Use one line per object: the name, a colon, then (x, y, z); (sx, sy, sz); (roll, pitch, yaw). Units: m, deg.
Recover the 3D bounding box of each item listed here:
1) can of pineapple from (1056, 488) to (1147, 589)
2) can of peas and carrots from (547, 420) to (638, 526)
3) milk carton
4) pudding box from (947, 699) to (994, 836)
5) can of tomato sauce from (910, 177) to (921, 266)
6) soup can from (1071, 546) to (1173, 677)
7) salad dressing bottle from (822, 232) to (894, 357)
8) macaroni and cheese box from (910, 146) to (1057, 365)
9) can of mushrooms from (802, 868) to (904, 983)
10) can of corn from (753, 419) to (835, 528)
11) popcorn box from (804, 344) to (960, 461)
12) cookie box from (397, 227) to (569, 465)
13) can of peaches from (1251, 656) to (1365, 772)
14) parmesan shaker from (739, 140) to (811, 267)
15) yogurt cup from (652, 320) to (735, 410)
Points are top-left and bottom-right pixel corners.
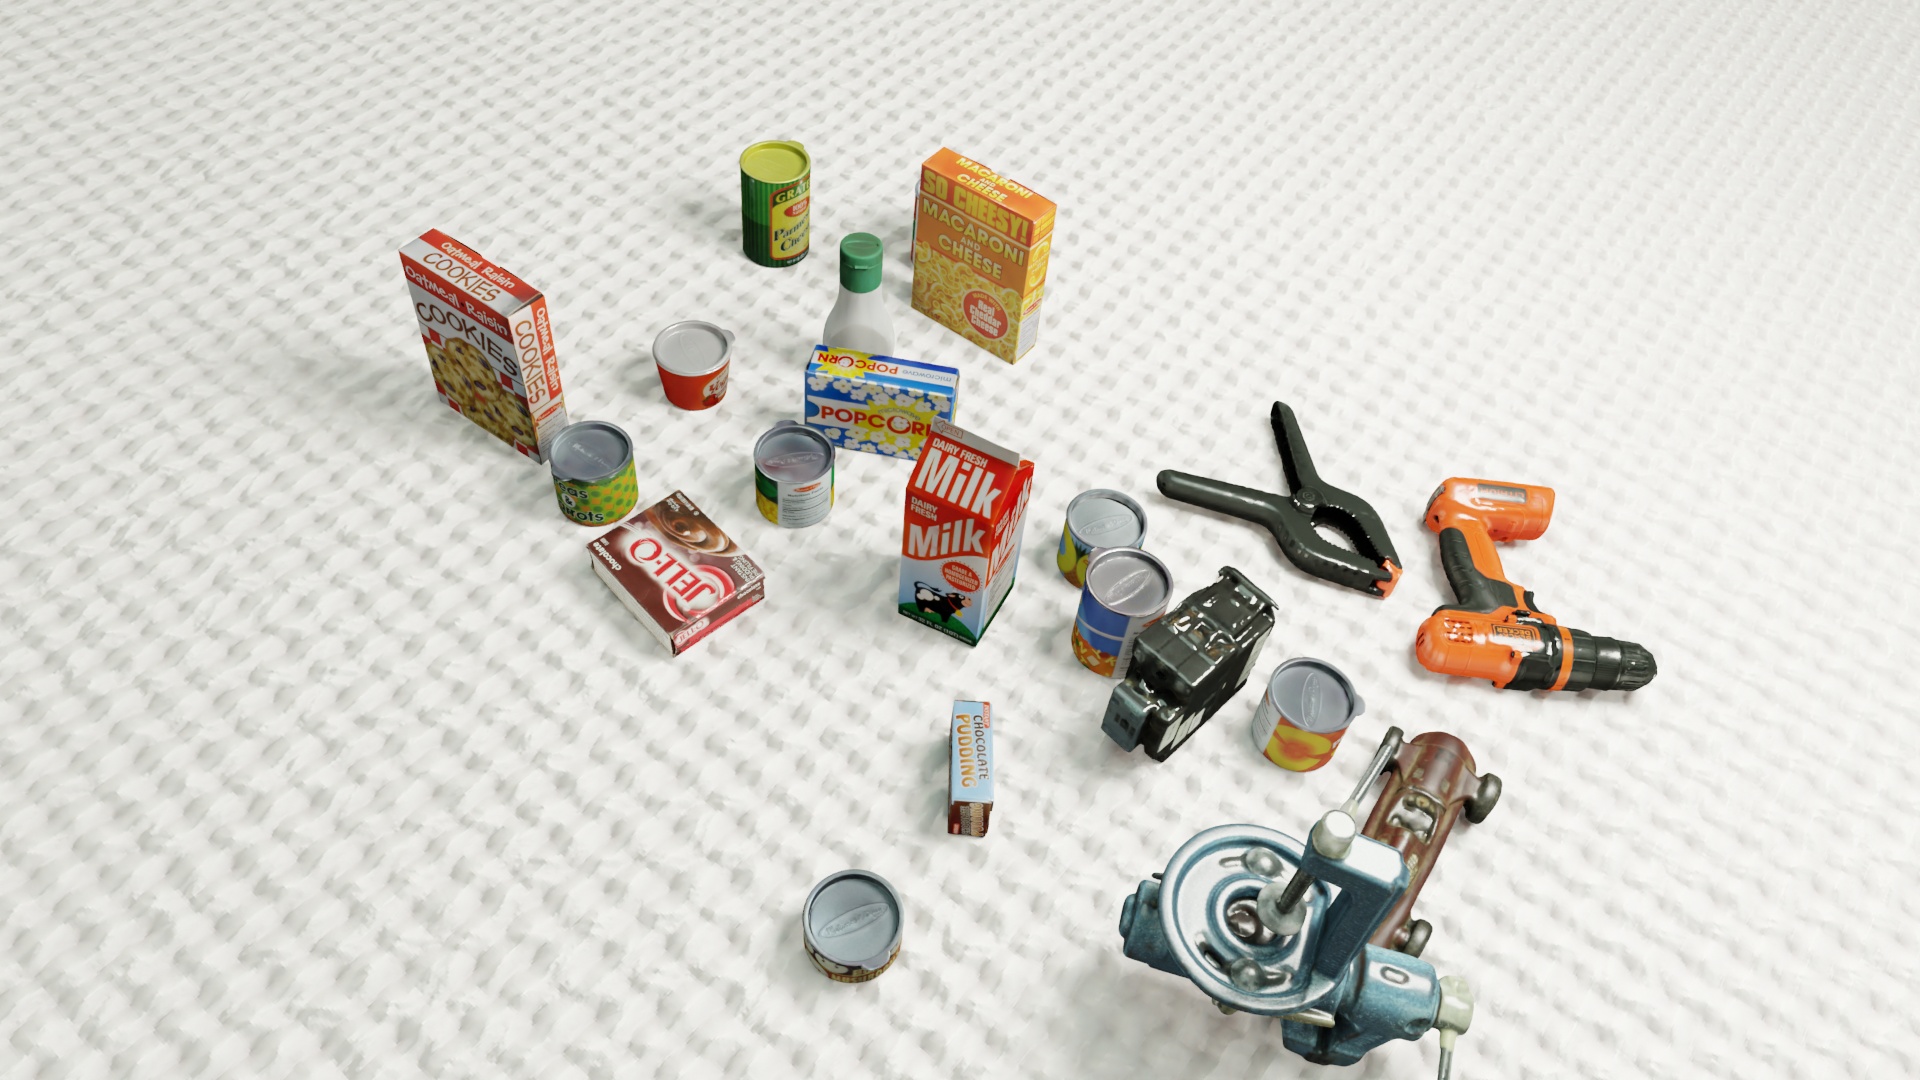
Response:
can of pineapple: (0.114, 0.002, 1.122); (0.071, 0.057, 0.071); (3, 50, -4)
can of peas and carrots: (-0.297, -0.052, 1.121); (0.071, 0.058, 0.071); (3, 50, -4)
milk carton: (0.004, -0.013, 1.036); (0.072, 0.189, 0.074); (24, 52, 13)
pudding box: (0.007, 0.161, 0.983); (0.030, 0.049, 0.084); (4, 50, -3)
can of tomato sauce: (-0.013, -0.306, 1.349); (0.071, 0.082, 0.071); (3, 50, -4)
soup can: (0.121, 0.054, 1.063); (0.071, 0.083, 0.072); (3, 50, -4)
salad dressing bottle: (-0.088, -0.199, 1.209); (0.064, 0.146, 0.044); (2, 50, -5)
macaroni and cheese box: (0.018, -0.256, 1.257); (0.124, 0.165, 0.040); (32, 54, 19)
can of mushrooms: (-0.069, 0.254, 0.907); (0.071, 0.033, 0.071); (3, 50, -4)
can of corn: (-0.137, -0.054, 1.141); (0.071, 0.058, 0.071); (3, 50, -4)
popcorn box: (-0.067, -0.115, 1.182); (0.127, 0.084, 0.038); (10, 50, 2)
cookie box: (-0.382, -0.156, 1.127); (0.123, 0.166, 0.040); (31, 54, 18)
can of peaches: (0.257, 0.130, 1.031); (0.071, 0.057, 0.071); (3, 50, -4)
parmesan shaker: (-0.175, -0.322, 1.331); (0.071, 0.102, 0.072); (3, 50, -4)
yogurt cup: (-0.233, -0.151, 1.214); (0.072, 0.053, 0.073); (3, 50, -4)
